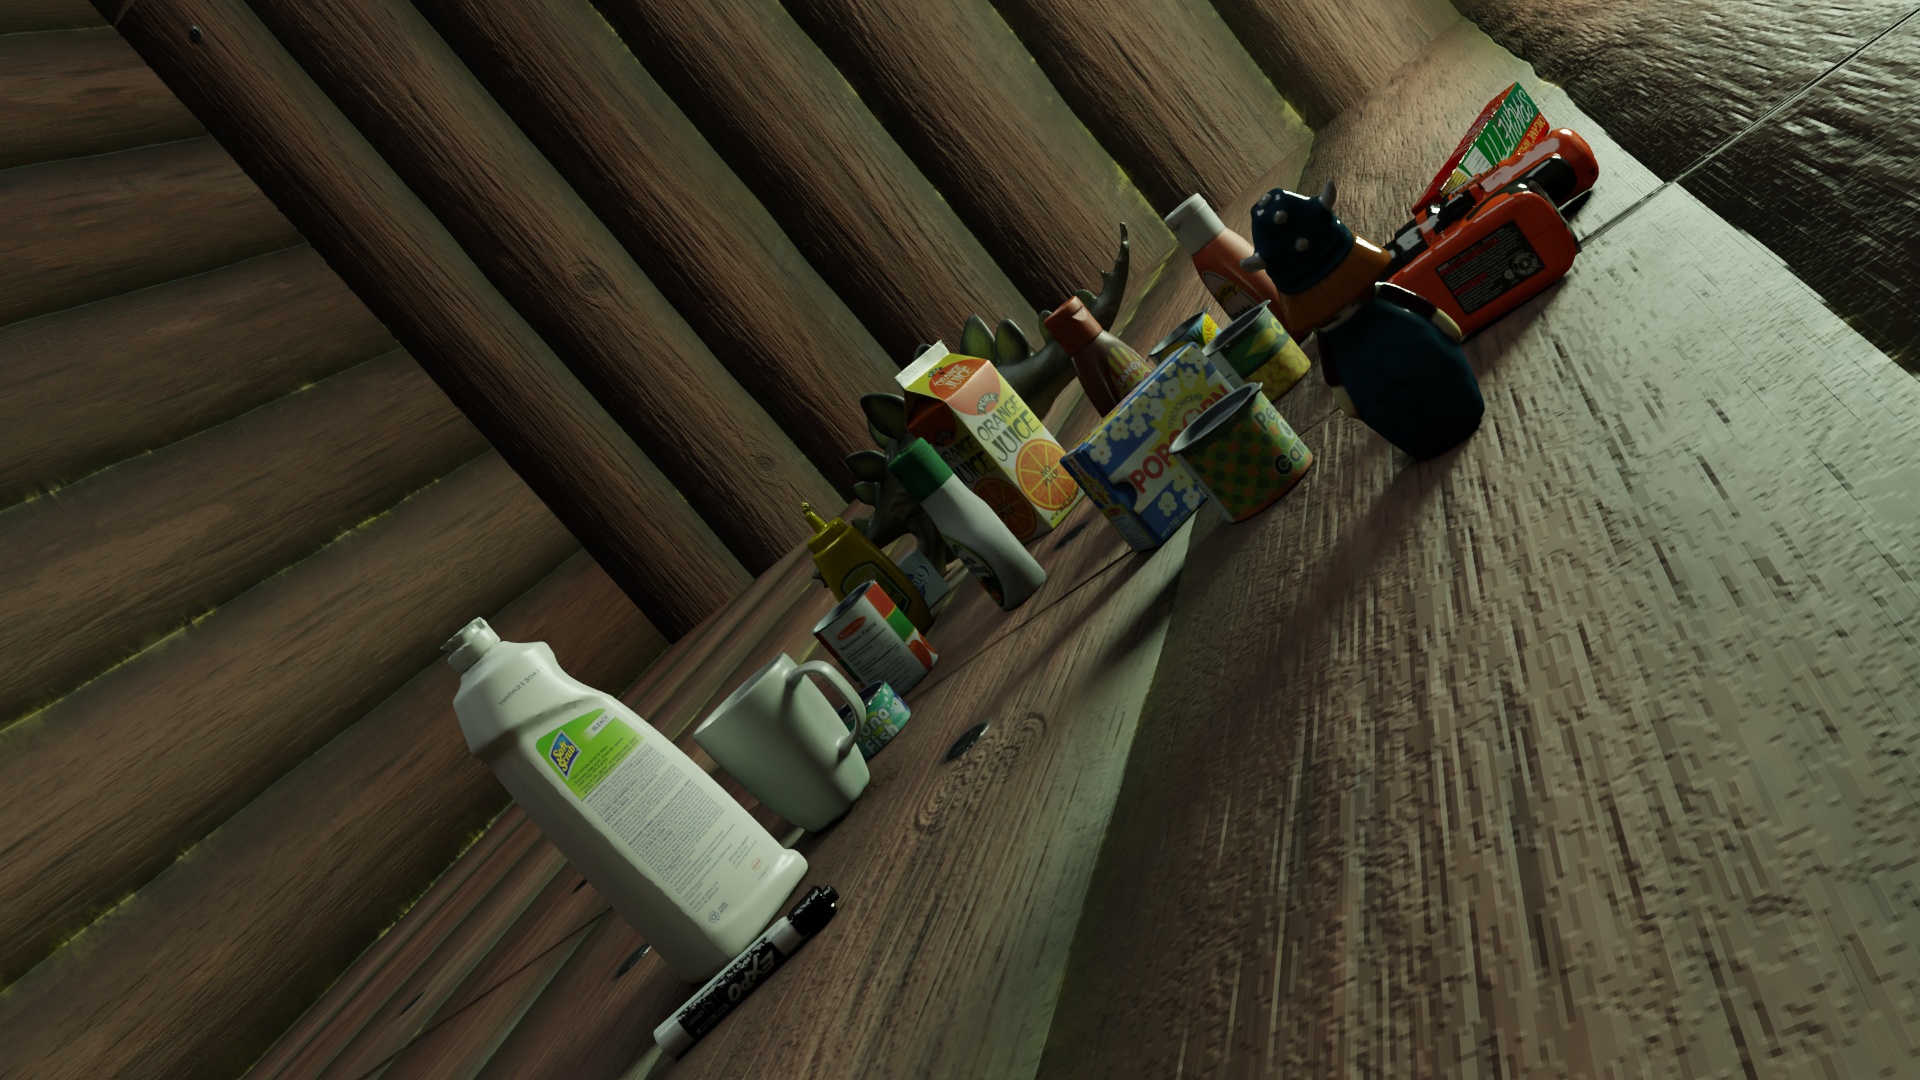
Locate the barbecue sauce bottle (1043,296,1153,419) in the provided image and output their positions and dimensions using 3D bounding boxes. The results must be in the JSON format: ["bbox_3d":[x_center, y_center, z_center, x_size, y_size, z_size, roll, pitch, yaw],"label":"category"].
[{"bbox_3d":[0.130,-0.139,1.181,0.065,0.148,0.043,-45,9,-31],"label":"barbecue sauce bottle"}]

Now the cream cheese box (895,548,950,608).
[{"bbox_3d":[-0.063,0.061,1.335,0.104,0.053,0.024,-43,8,-21],"label":"cream cheese box"}]

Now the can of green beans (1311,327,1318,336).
[{"bbox_3d":[0.292,-0.202,1.097,0.071,0.058,0.071,-40,8,7],"label":"can of green beans"}]

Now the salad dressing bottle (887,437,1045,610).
[{"bbox_3d":[0.004,-0.014,1.083,0.044,0.147,0.064,-42,8,-13],"label":"salad dressing bottle"}]

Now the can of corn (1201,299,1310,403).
[{"bbox_3d":[0.225,-0.139,1.059,0.071,0.058,0.071,-40,8,7],"label":"can of corn"}]

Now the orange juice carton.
[{"bbox_3d":[0.023,-0.092,1.262,0.072,0.192,0.072,-46,9,-35],"label":"orange juice carton"}]

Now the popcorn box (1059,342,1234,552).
[{"bbox_3d":[0.140,-0.064,0.950,0.127,0.085,0.038,-44,8,-23],"label":"popcorn box"}]

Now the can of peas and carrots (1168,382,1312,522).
[{"bbox_3d":[0.172,-0.054,0.841,0.071,0.058,0.071,-40,8,7],"label":"can of peas and carrots"}]

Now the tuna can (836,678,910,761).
[{"bbox_3d":[-0.070,0.136,1.026,0.071,0.033,0.071,-40,8,6],"label":"tuna can"}]

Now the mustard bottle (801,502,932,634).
[{"bbox_3d":[-0.094,0.029,1.264,0.065,0.160,0.049,-41,7,0],"label":"mustard bottle"}]

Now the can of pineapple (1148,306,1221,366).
[{"bbox_3d":[0.217,-0.169,1.272,0.071,0.058,0.071,-40,8,7],"label":"can of pineapple"}]

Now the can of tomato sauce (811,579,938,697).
[{"bbox_3d":[-0.068,0.083,1.124,0.071,0.083,0.071,-40,8,7],"label":"can of tomato sauce"}]

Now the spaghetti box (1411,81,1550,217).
[{"bbox_3d":[0.407,-0.290,1.074,0.028,0.050,0.251,-33,11,46],"label":"spaghetti box"}]

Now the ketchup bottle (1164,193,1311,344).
[{"bbox_3d":[0.231,-0.222,1.164,0.044,0.148,0.064,-43,8,-17],"label":"ketchup bottle"}]
